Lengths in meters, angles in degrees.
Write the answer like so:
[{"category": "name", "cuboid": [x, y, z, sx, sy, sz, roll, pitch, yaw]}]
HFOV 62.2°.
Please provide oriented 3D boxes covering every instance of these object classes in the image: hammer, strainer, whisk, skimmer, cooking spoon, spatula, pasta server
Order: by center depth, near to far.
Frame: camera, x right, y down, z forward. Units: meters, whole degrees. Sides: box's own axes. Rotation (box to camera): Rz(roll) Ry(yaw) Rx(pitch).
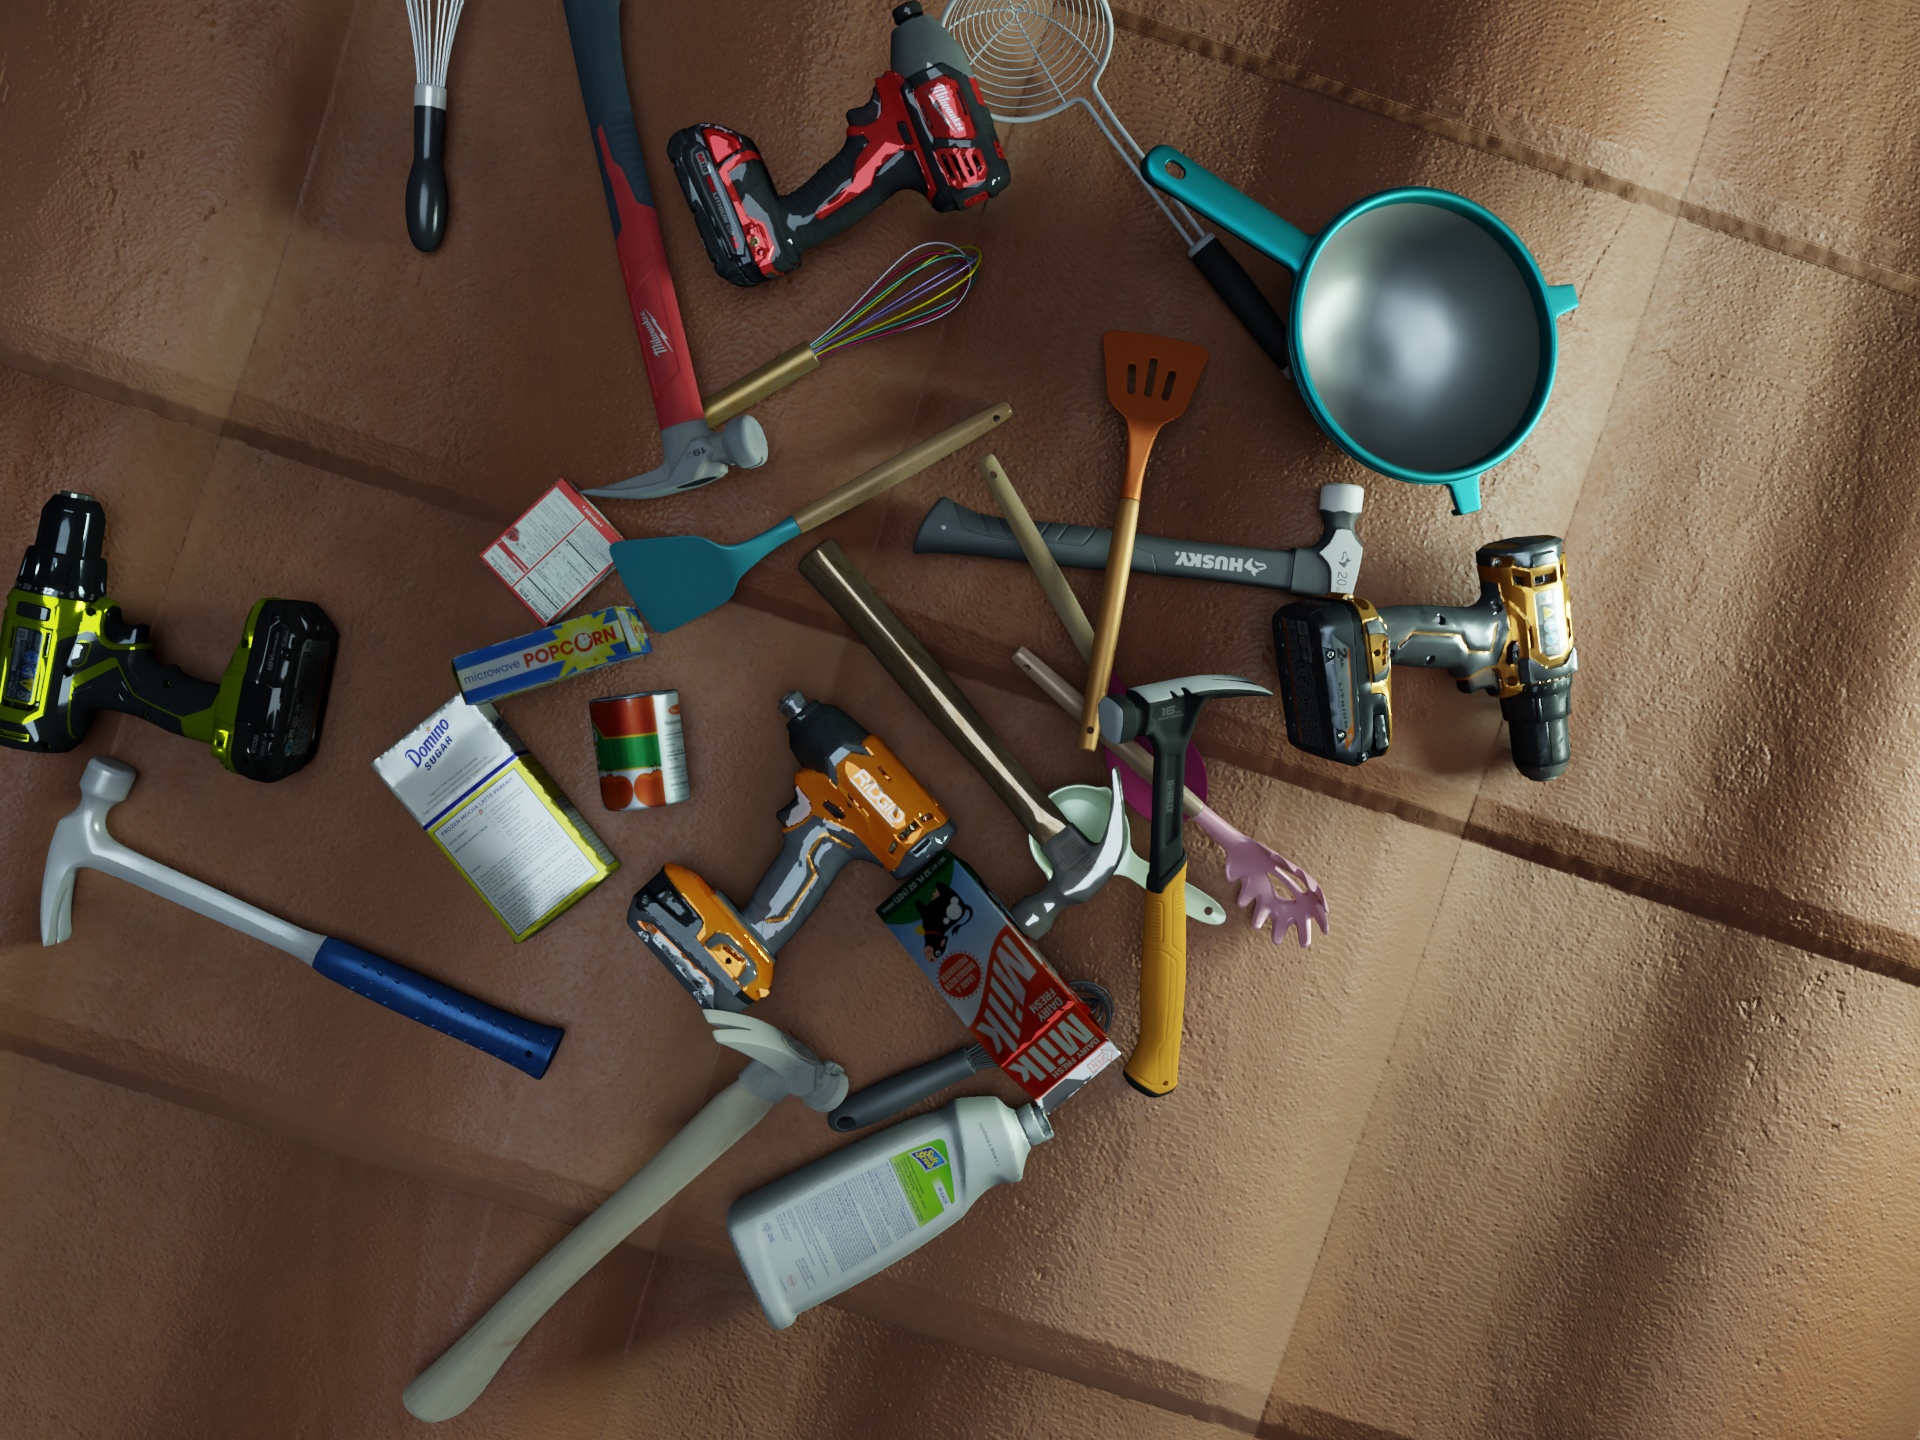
[{"category": "strainer", "cuboid": [0.263, -0.301, 1.148, 0.340, 0.095, 0.211, 29, 82, -11]}, {"category": "skimmer", "cuboid": [0.130, -0.389, 1.157, 0.127, 0.090, 0.363, -36, 97, 33]}, {"category": "whisk", "cuboid": [-0.385, -0.488, 1.161, 0.070, 0.070, 0.284, 4, 98, -1]}, {"category": "hammer", "cuboid": [0.156, 0.128, 1.162, 0.127, 0.034, 0.336, -11, 116, -23]}, {"category": "spatula", "cuboid": [0.120, -0.135, 1.166, 0.081, 0.041, 0.323, 10, 84, 2]}, {"category": "hammer", "cuboid": [-0.252, -0.358, 1.171, 0.143, 0.038, 0.386, -13, 90, 17]}, {"category": "hammer", "cuboid": [-0.002, -0.004, 1.180, 0.130, 0.031, 0.331, -41, 84, 7]}, {"category": "cooking spoon", "cuboid": [0.095, -0.057, 1.186, 0.069, 0.017, 0.318, -27, 105, 14]}, {"category": "whisk", "cuboid": [-0.091, -0.287, 1.188, 0.245, 0.051, 0.047, -29, 73, 5]}, {"category": "hammer", "cuboid": [-0.273, 0.378, 1.189, 0.410, 0.038, 0.146, -44, 135, 5]}, {"category": "pasta server", "cuboid": [0.157, 0.055, 1.191, 0.316, 0.040, 0.060, 41, 125, -9]}, {"category": "spatula", "cuboid": [-0.104, -0.164, 1.192, 0.317, 0.044, 0.082, -29, 120, -6]}, {"category": "hammer", "cuboid": [0.131, -0.121, 1.199, 0.334, 0.035, 0.146, 6, 92, -1]}, {"category": "hammer", "cuboid": [-0.497, 0.176, 1.204, 0.405, 0.035, 0.144, 25, 92, -2]}, {"category": "whisk", "cuboid": [0.007, 0.262, 1.216, 0.239, 0.055, 0.055, -25, 93, 5]}]

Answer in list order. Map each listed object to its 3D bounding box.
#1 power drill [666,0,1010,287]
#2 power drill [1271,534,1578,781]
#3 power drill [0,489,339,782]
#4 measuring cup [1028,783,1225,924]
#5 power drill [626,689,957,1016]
[{"category": "power drill", "cuboid": [-0.087, -0.408, 1.135, 0.219, 0.078, 0.143, -20, 101, 9]}, {"category": "power drill", "cuboid": [0.354, -0.027, 1.173, 0.226, 0.084, 0.185, -14, 102, -16]}, {"category": "power drill", "cuboid": [-0.589, -0.057, 1.170, 0.228, 0.080, 0.190, 12, 93, 1]}, {"category": "measuring cup", "cuboid": [0.127, 0.108, 1.212, 0.167, 0.038, 0.083, 31, 92, -4]}, {"category": "power drill", "cuboid": [-0.137, 0.096, 1.186, 0.226, 0.084, 0.164, -41, 92, -3]}]
